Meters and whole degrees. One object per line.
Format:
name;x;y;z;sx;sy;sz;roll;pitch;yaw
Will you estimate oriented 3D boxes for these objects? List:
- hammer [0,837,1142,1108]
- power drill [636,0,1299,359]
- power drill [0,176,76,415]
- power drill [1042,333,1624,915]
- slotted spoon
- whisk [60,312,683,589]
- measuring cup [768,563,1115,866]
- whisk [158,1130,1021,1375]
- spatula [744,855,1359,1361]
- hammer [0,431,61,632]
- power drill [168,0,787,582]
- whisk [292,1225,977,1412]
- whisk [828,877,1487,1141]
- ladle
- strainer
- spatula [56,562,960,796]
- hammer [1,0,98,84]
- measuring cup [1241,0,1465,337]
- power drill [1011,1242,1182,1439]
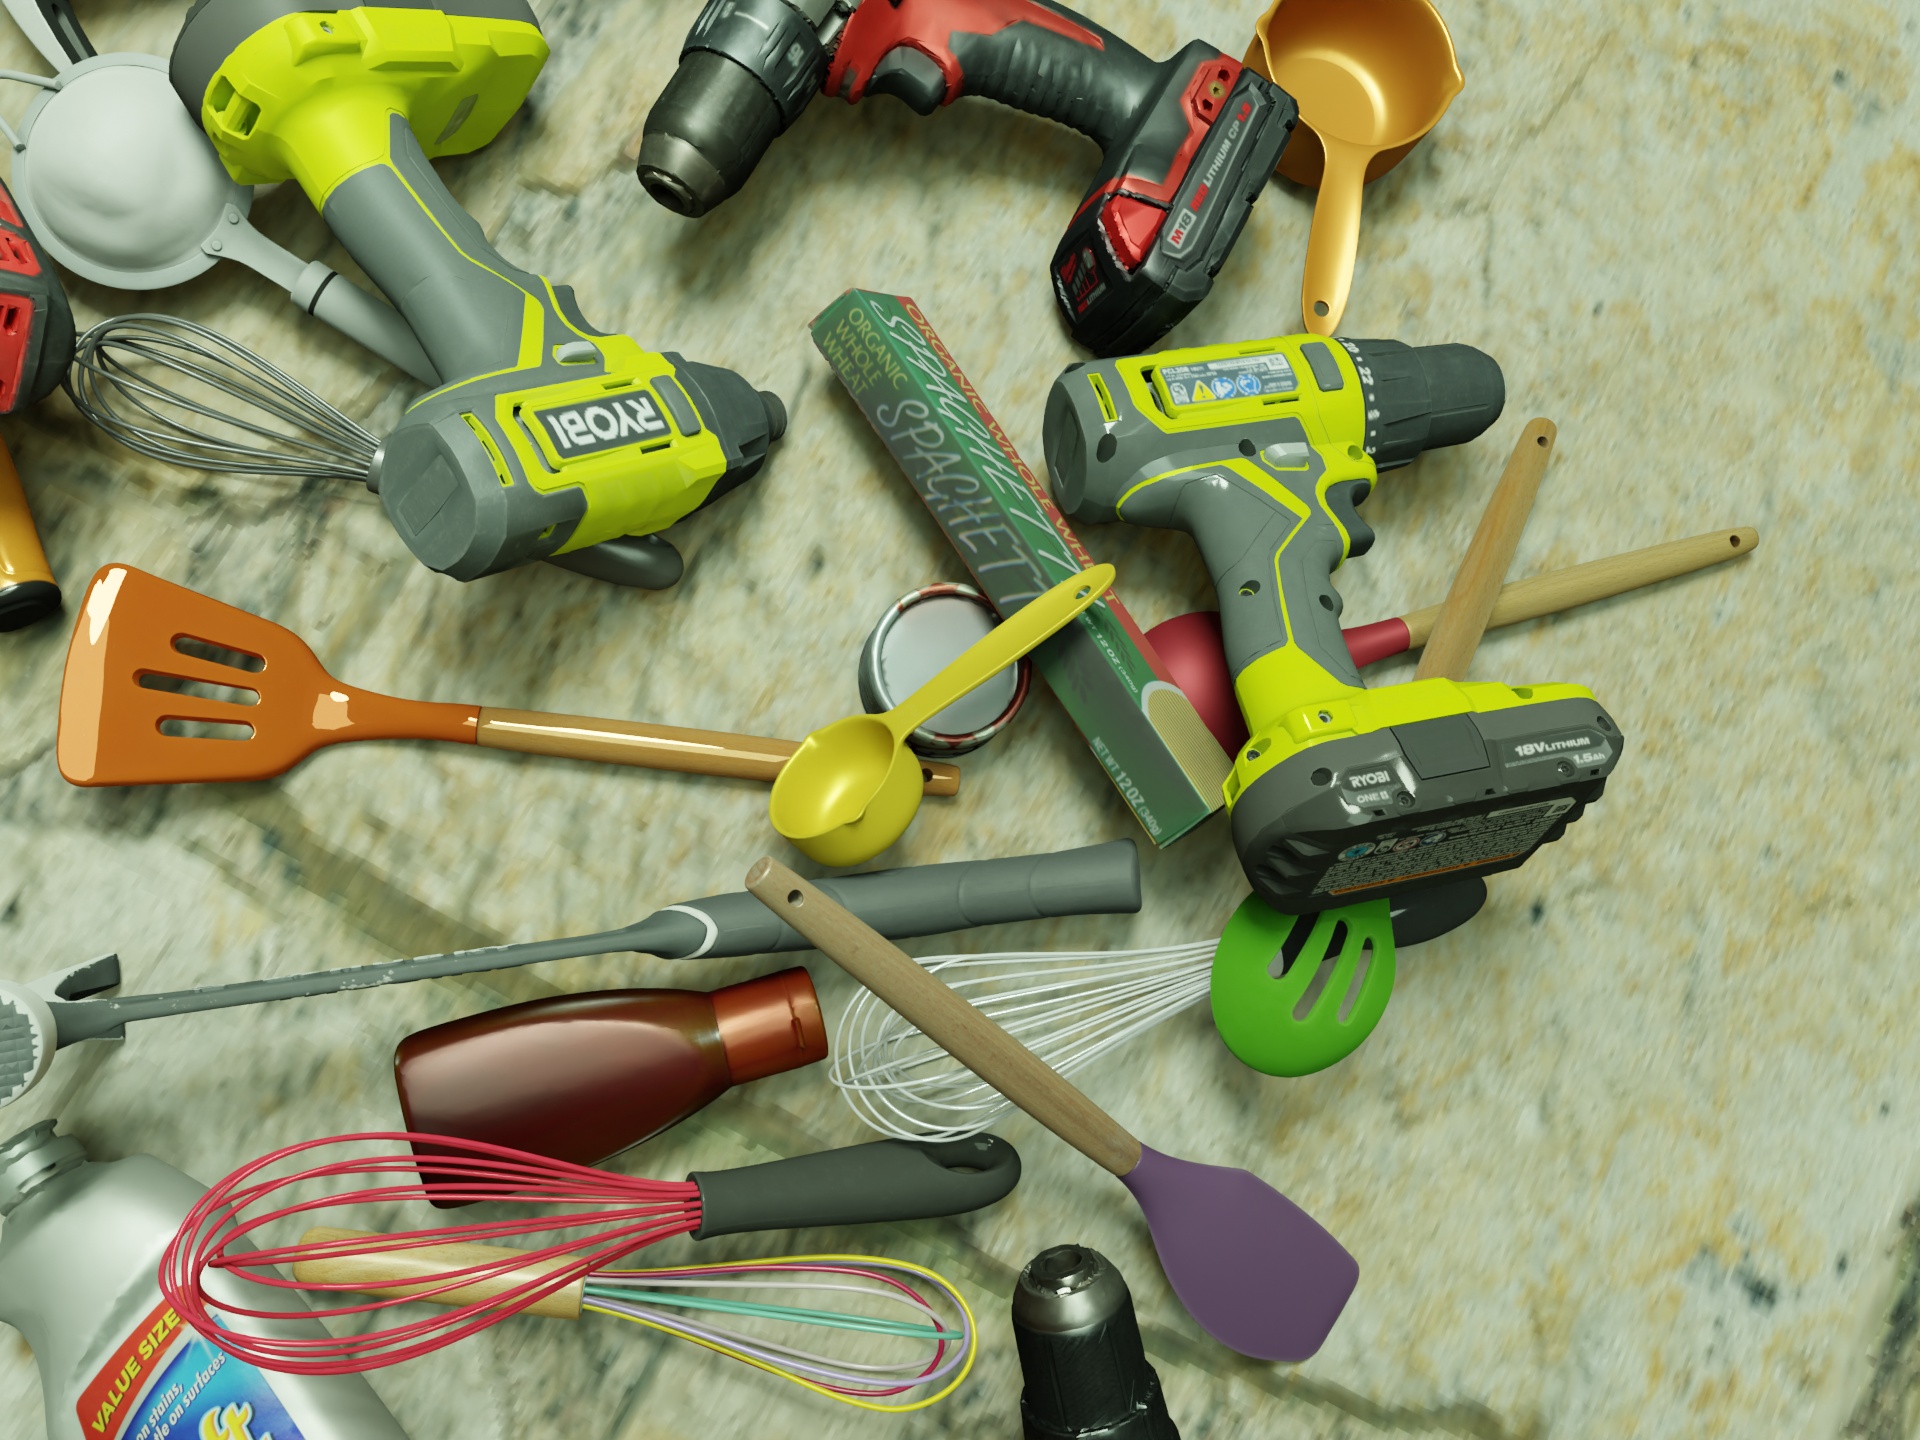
hammer;-0.119;0.079;0.564;0.408;0.149;0.036;-5;88;-20
power drill;0.000;-0.236;0.632;0.226;0.080;0.188;31;76;-12
power drill;-0.403;-0.158;0.478;0.219;0.078;0.143;-6;48;-48
power drill;0.152;-0.055;0.605;0.190;0.080;0.229;-10;61;-13
slotted spoon;0.183;-0.002;0.636;0.070;0.031;0.314;32;68;-7
whisk;-0.219;-0.097;0.603;0.239;0.055;0.055;20;77;-10
measuring cup;-0.001;-0.002;0.588;0.156;0.062;0.029;-37;126;0
whisk;-0.110;0.170;0.546;0.295;0.073;0.073;0;80;-27
spatula;0.041;0.145;0.566;0.315;0.018;0.060;43;75;-24
hammer;-0.405;-0.192;0.591;0.127;0.034;0.337;-24;85;-12
power drill;-0.169;-0.169;0.588;0.171;0.080;0.223;-28;86;-50
whisk;-0.114;0.210;0.570;0.245;0.051;0.047;9;85;-6
whisk;0.085;0.100;0.618;0.284;0.070;0.070;-13;83;-17
ladle;0.211;-0.042;0.681;0.315;0.031;0.069;-16;84;-14
strainer;-0.250;-0.169;0.598;0.258;0.050;0.087;31;90;-15
spatula;-0.157;0.004;0.598;0.322;0.041;0.081;7;78;-10
hammer;-0.209;-0.332;0.595;0.335;0.035;0.146;-13;103;0
measuring cup;0.159;-0.238;0.692;0.095;0.052;0.174;12;80;-8
power drill;-0.022;0.290;0.535;0.226;0.084;0.185;-14;101;-14
